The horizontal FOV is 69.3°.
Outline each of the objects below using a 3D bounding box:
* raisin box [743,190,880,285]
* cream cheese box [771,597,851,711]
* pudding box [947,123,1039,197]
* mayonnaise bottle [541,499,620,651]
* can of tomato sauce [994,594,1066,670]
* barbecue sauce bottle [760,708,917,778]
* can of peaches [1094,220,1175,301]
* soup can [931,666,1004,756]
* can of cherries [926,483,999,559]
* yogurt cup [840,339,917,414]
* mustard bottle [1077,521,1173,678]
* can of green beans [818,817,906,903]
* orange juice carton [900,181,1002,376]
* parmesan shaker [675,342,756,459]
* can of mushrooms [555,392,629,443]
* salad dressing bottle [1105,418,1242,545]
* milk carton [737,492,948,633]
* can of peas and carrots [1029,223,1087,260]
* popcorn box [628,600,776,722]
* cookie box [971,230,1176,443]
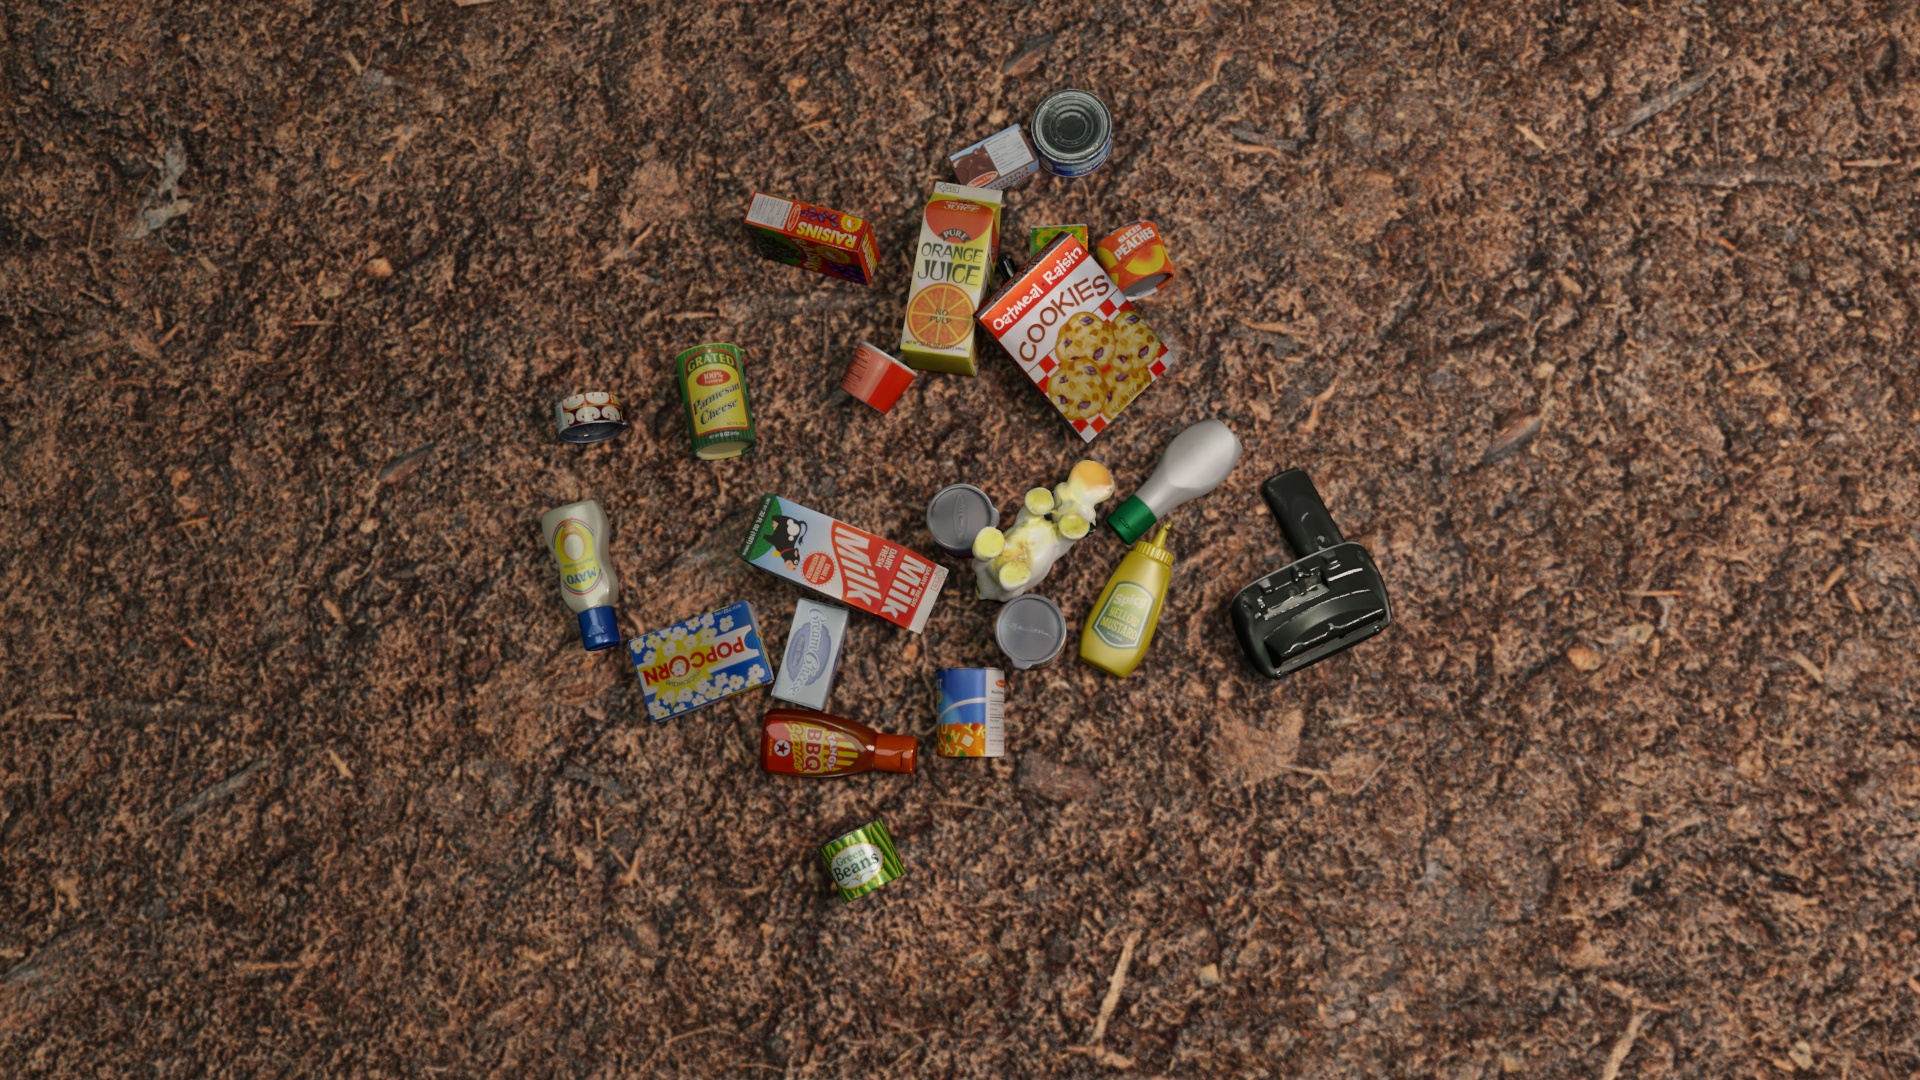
[{"bbox_3d":[-0.150,-0.309,1.420,0.123,0.086,0.040,17,78,8],"label":"raisin box"},{"bbox_3d":[-0.147,0.112,1.376,0.053,0.024,0.104,14,82,7],"label":"cream cheese box"},{"bbox_3d":[0.035,-0.392,1.446,0.084,0.030,0.050,-27,80,0],"label":"pudding box"},{"bbox_3d":[-0.377,0.036,1.402,0.065,0.041,0.148,-17,78,1],"label":"mayonnaise bottle"},{"bbox_3d":[0.069,0.091,1.329,0.071,0.083,0.071,-1,80,5],"label":"can of tomato sauce"},{"bbox_3d":[-0.117,0.201,1.346,0.148,0.044,0.064,5,97,6],"label":"barbecue sauce bottle"},{"bbox_3d":[0.175,-0.280,1.392,0.071,0.071,0.058,-20,80,2],"label":"can of peaches"},{"bbox_3d":[0.007,0.165,1.331,0.071,0.071,0.084,-1,80,5],"label":"soup can"},{"bbox_3d":[0.005,-0.017,1.368,0.071,0.058,0.071,-1,79,5],"label":"can of cherries"},{"bbox_3d":[-0.085,-0.163,1.401,0.072,0.072,0.054,31,93,10],"label":"yogurt cup"},{"bbox_3d":[0.168,0.052,1.344,0.065,0.048,0.160,24,83,7],"label":"mustard bottle"},{"bbox_3d":[-0.092,0.303,1.315,0.071,0.071,0.058,-26,79,1],"label":"can of green beans"},{"bbox_3d":[-0.006,-0.270,1.406,0.072,0.073,0.193,8,80,7],"label":"orange juice carton"},{"bbox_3d":[-0.245,-0.141,1.410,0.071,0.071,0.103,-13,79,3],"label":"parmesan shaker"},{"bbox_3d":[-0.376,-0.125,1.420,0.071,0.071,0.033,-14,78,3],"label":"can of mushrooms"},{"bbox_3d":[0.208,-0.056,1.364,0.148,0.044,0.064,-41,79,-2],"label":"salad dressing bottle"},{"bbox_3d":[-0.112,0.024,1.363,0.191,0.073,0.072,22,83,9],"label":"milk carton"},{"bbox_3d":[0.099,-0.283,1.402,0.059,0.071,0.071,-2,80,5],"label":"can of peas and carrots"},{"bbox_3d":[-0.256,0.120,1.378,0.127,0.038,0.085,-20,78,2],"label":"popcorn box"},{"bbox_3d":[0.111,-0.199,1.364,0.123,0.040,0.167,-43,107,-1],"label":"cookie box"}]
